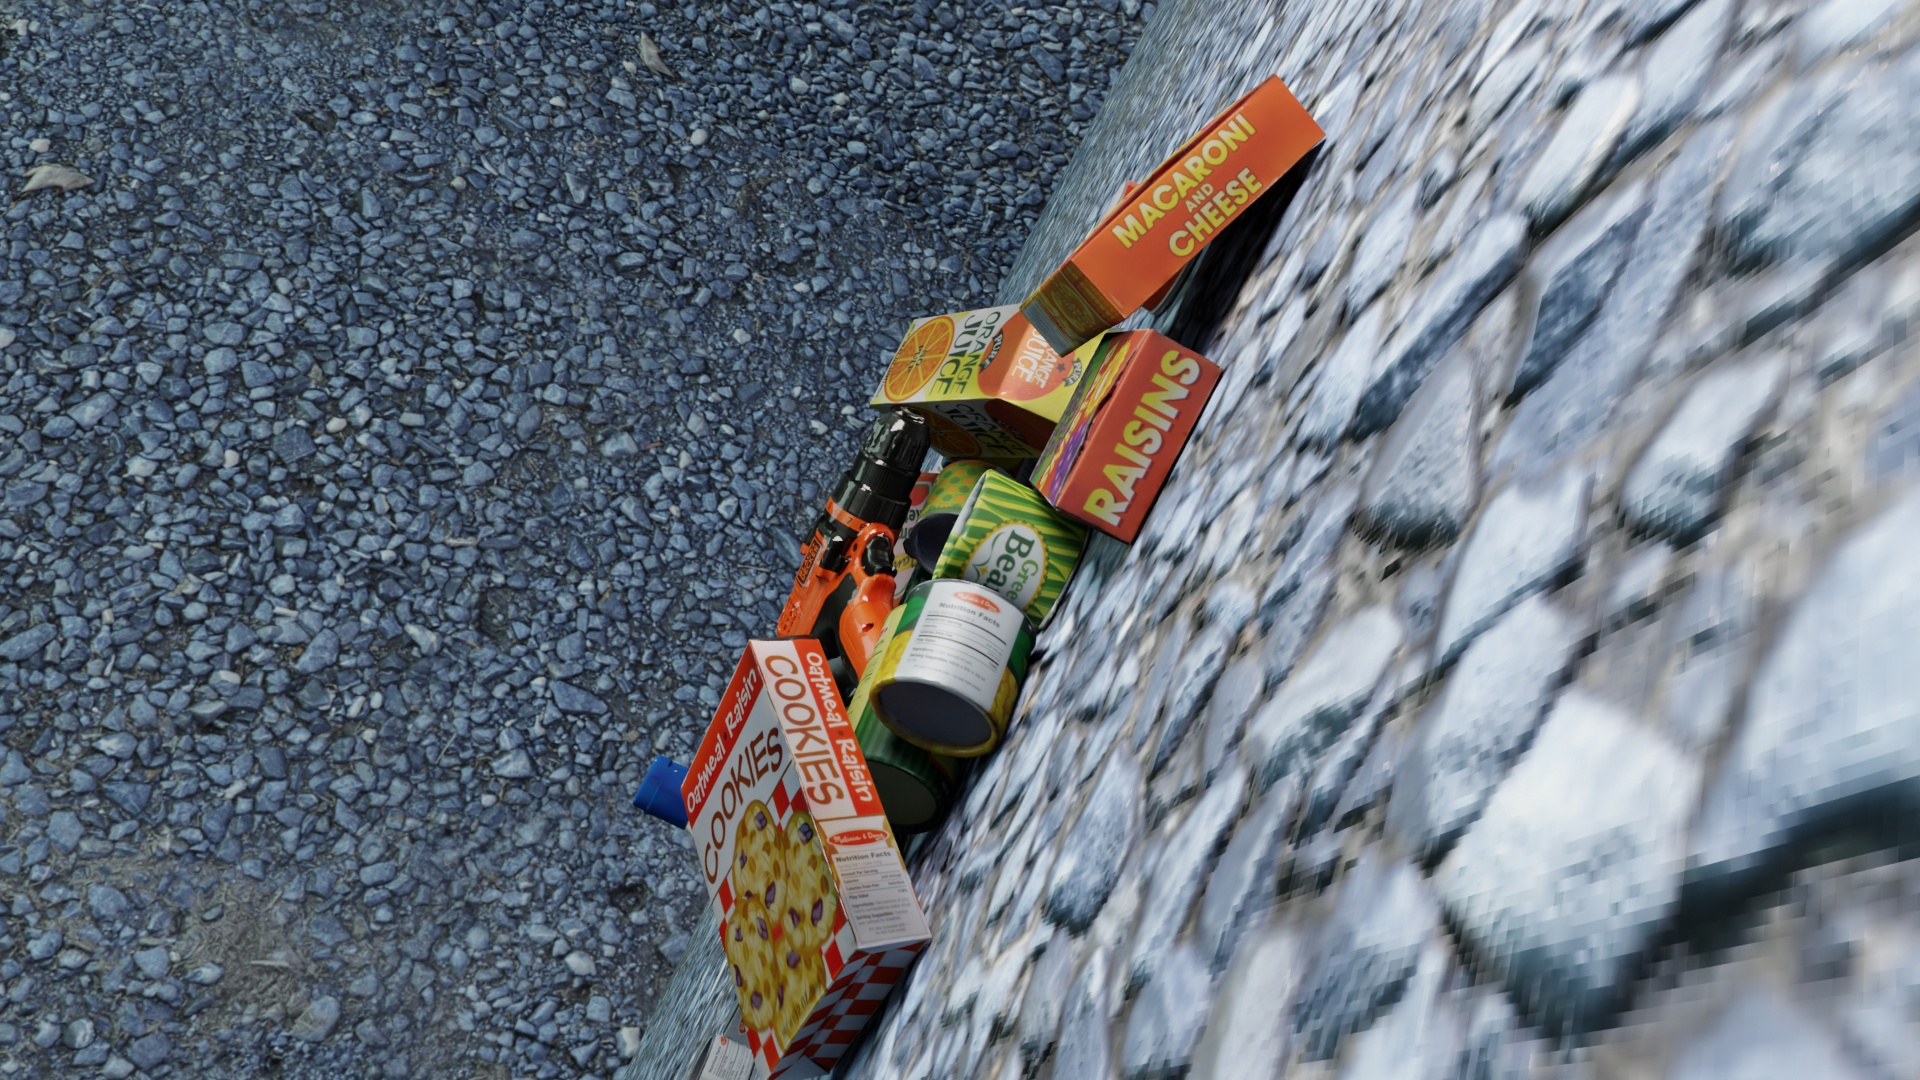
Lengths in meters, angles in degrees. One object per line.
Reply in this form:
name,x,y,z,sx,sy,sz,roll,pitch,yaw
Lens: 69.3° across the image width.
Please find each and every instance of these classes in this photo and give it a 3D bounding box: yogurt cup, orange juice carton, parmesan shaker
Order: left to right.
parmesan shaker,-0.025,0.093,0.719,0.071,0.071,0.103,-58,8,48
orange juice carton,0.030,-0.101,0.894,0.192,0.073,0.072,5,65,56
yogurt cup,0.106,-0.172,0.806,0.072,0.054,0.072,-62,6,11

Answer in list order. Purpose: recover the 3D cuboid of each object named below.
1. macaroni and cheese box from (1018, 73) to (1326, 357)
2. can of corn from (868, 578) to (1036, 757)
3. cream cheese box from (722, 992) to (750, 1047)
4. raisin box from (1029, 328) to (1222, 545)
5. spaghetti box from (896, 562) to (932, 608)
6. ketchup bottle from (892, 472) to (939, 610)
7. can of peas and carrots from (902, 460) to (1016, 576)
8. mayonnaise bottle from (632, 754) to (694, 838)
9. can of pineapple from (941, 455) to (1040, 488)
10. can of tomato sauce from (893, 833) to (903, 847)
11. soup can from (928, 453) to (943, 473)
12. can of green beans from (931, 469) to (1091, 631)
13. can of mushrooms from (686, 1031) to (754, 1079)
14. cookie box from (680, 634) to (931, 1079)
macaroni and cheese box,0.094,-0.151,0.676,0.124,0.040,0.166,-43,4,-3
can of corn,-0.004,0.063,0.660,0.070,0.071,0.058,-57,9,53
cream cheese box,-0.144,0.315,1.017,0.053,0.024,0.104,-61,5,17
raisin box,0.071,-0.051,0.631,0.086,0.040,0.123,-62,6,6
spaghetti box,-0.026,0.066,0.948,0.251,0.050,0.028,-66,7,-32
ketchup bottle,-0.034,0.025,1.039,0.064,0.043,0.149,-3,80,39
can of peas and carrots,0.003,-0.012,0.936,0.070,0.071,0.059,-58,6,45
mayonnaise bottle,-0.136,0.185,0.894,0.041,0.148,0.065,-63,5,3
can of pineapple,0.025,-0.067,1.006,0.058,0.071,0.071,-65,5,-15
can of tomato sauce,-0.069,0.169,0.765,0.070,0.071,0.083,-59,6,42
soup can,0.001,-0.031,1.099,0.083,0.071,0.071,-63,5,11
can of green beans,0.025,0.005,0.698,0.071,0.058,0.071,-63,5,10
can of mushrooms,-0.166,0.367,0.924,0.071,0.033,0.071,-62,6,11
cookie box,-0.079,0.147,0.657,0.122,0.040,0.168,-60,41,36
